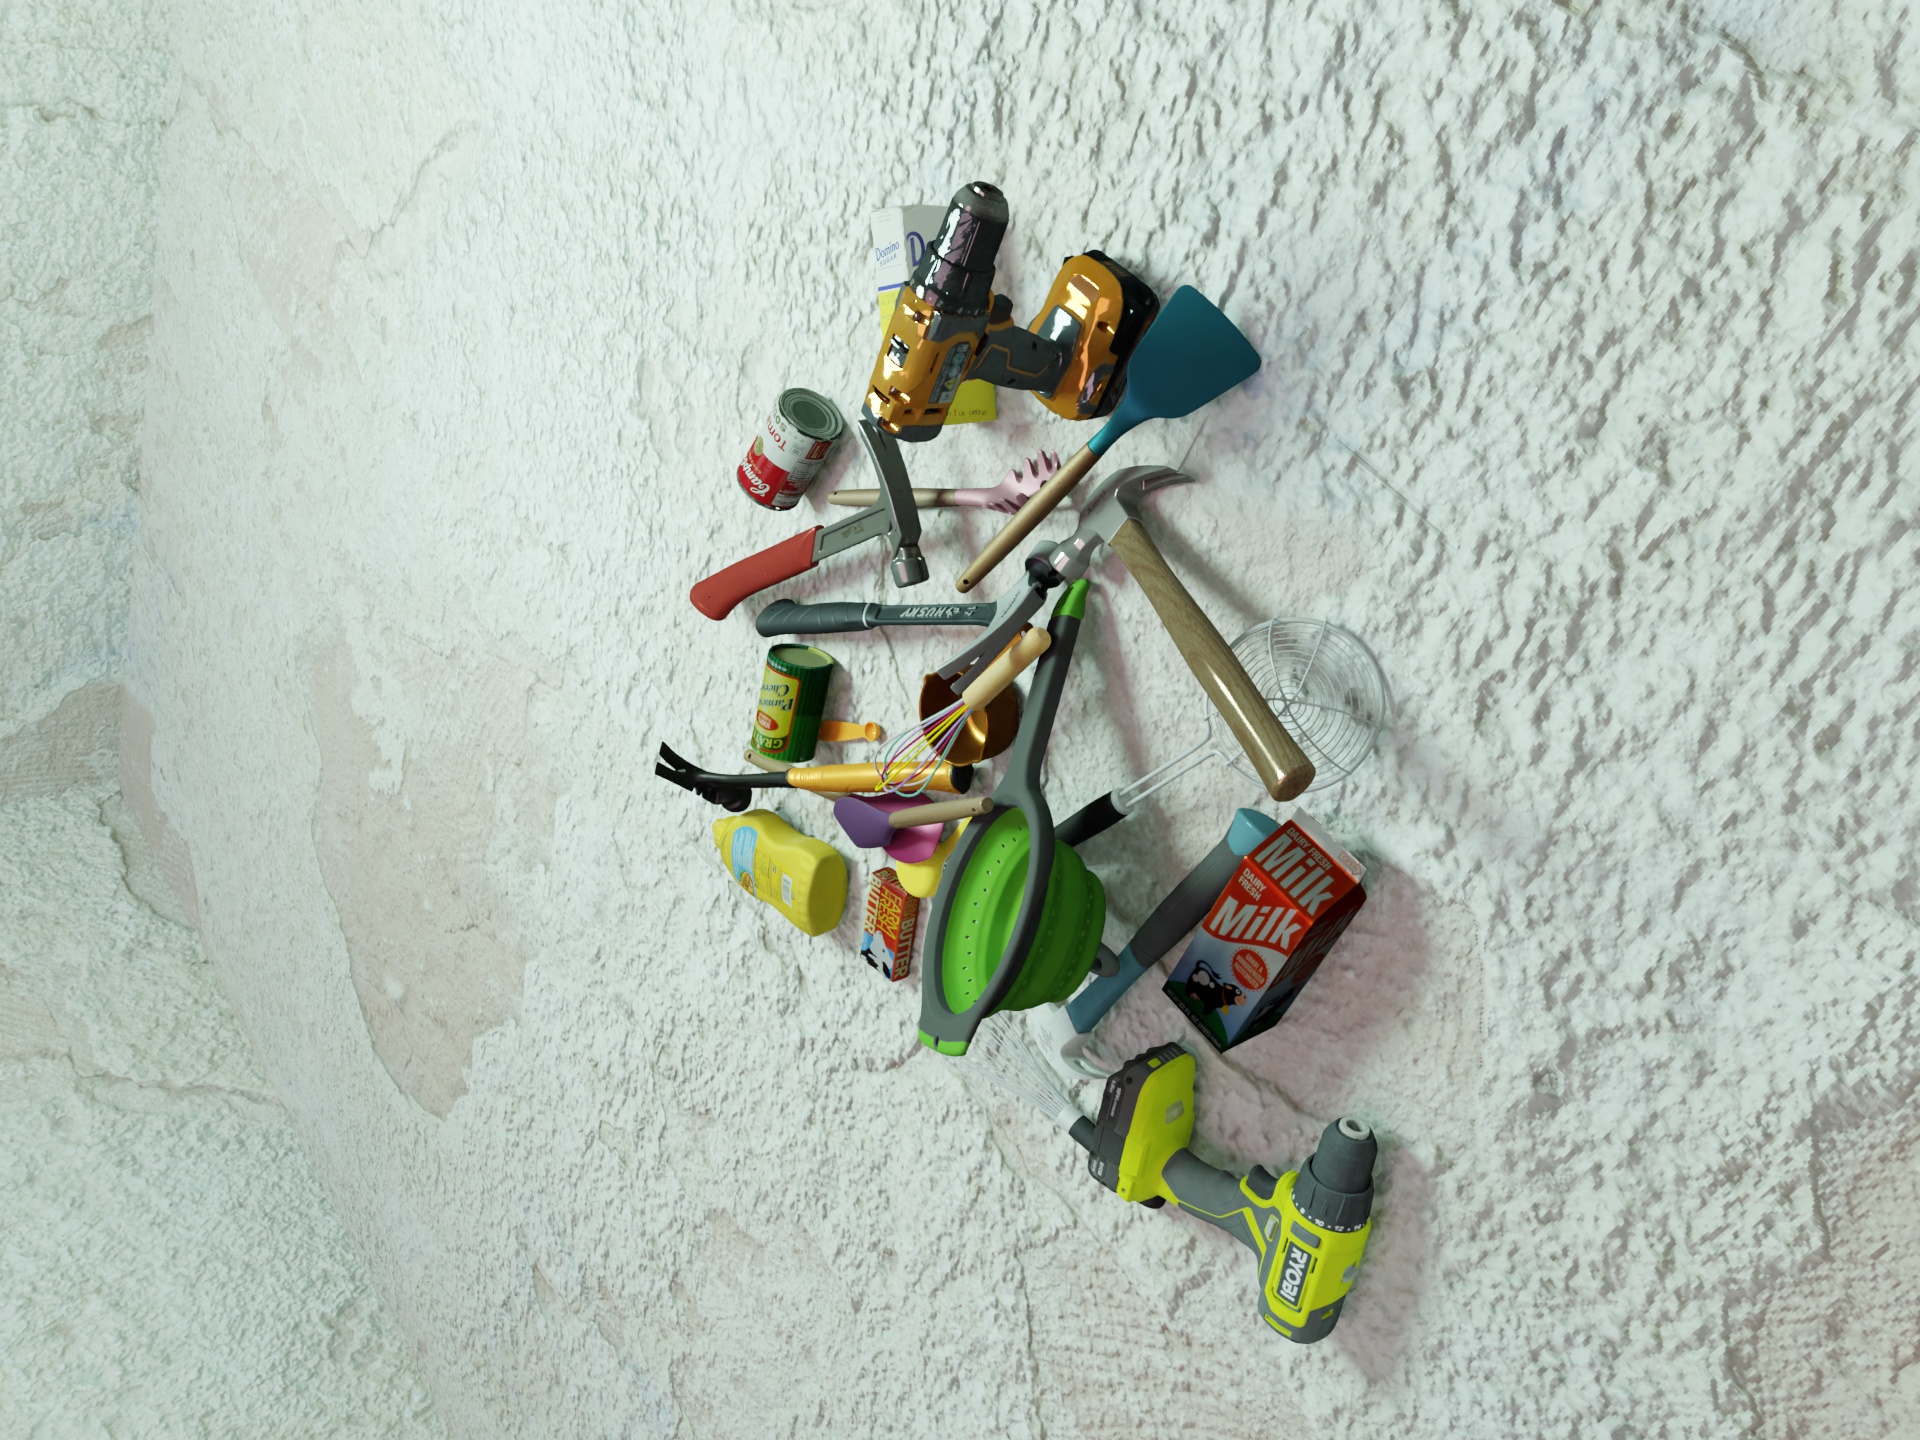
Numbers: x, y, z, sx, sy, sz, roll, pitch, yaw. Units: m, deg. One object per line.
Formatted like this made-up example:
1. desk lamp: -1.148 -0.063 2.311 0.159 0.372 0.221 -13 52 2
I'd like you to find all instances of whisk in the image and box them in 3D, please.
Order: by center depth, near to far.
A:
1. whisk: -0.003 -0.003 1.349 0.245 0.047 0.051 -42 68 40
2. whisk: 0.056 0.170 1.381 0.239 0.055 0.055 26 119 50
3. whisk: 0.076 0.336 1.429 0.285 0.070 0.070 38 126 28

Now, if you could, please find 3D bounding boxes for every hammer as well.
1. hammer: 0.168 -0.069 1.155 0.130 0.031 0.332 -54 42 27
2. hammer: 0.154 0.182 1.302 0.331 0.033 0.128 -54 46 37
3. hammer: -0.072 -0.090 1.438 0.409 0.149 0.036 3 140 53
4. hammer: -0.159 -0.165 1.506 0.359 0.036 0.149 -14 93 51
5. hammer: -0.136 0.052 1.520 0.337 0.127 0.034 -3 66 35

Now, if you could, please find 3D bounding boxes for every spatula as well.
1. spatula: 0.094 -0.197 1.231 0.082 0.044 0.317 45 129 -3
2. spatula: -0.048 0.085 1.415 0.059 0.018 0.316 56 155 -10

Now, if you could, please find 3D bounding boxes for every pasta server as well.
1. pasta server: -0.022 -0.202 1.398 0.316 0.060 0.040 9 145 48

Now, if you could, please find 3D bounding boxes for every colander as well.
1. colander: 0.074 0.084 1.283 0.204 0.094 0.397 -12 60 69

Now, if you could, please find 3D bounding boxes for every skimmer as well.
1. skimmer: 0.181 0.036 1.250 0.363 0.090 0.127 -40 73 56

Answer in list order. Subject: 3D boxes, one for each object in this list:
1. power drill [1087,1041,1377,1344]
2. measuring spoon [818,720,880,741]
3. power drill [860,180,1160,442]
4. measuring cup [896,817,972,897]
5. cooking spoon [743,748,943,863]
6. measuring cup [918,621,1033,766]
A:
1. power drill: 0.220 0.354 1.260 0.229 0.080 0.190 28 120 36
2. measuring spoon: -0.115 0.010 1.577 0.117 0.011 0.021 0 93 51
3. power drill: 0.043 -0.298 1.159 0.084 0.226 0.185 46 130 29
4. measuring cup: -0.012 0.115 1.477 0.156 0.029 0.062 -46 67 45
5. cooking spoon: -0.124 0.073 1.583 0.319 0.017 0.069 20 90 47
6. measuring cup: 0.031 -0.031 1.377 0.095 0.052 0.173 57 133 20
